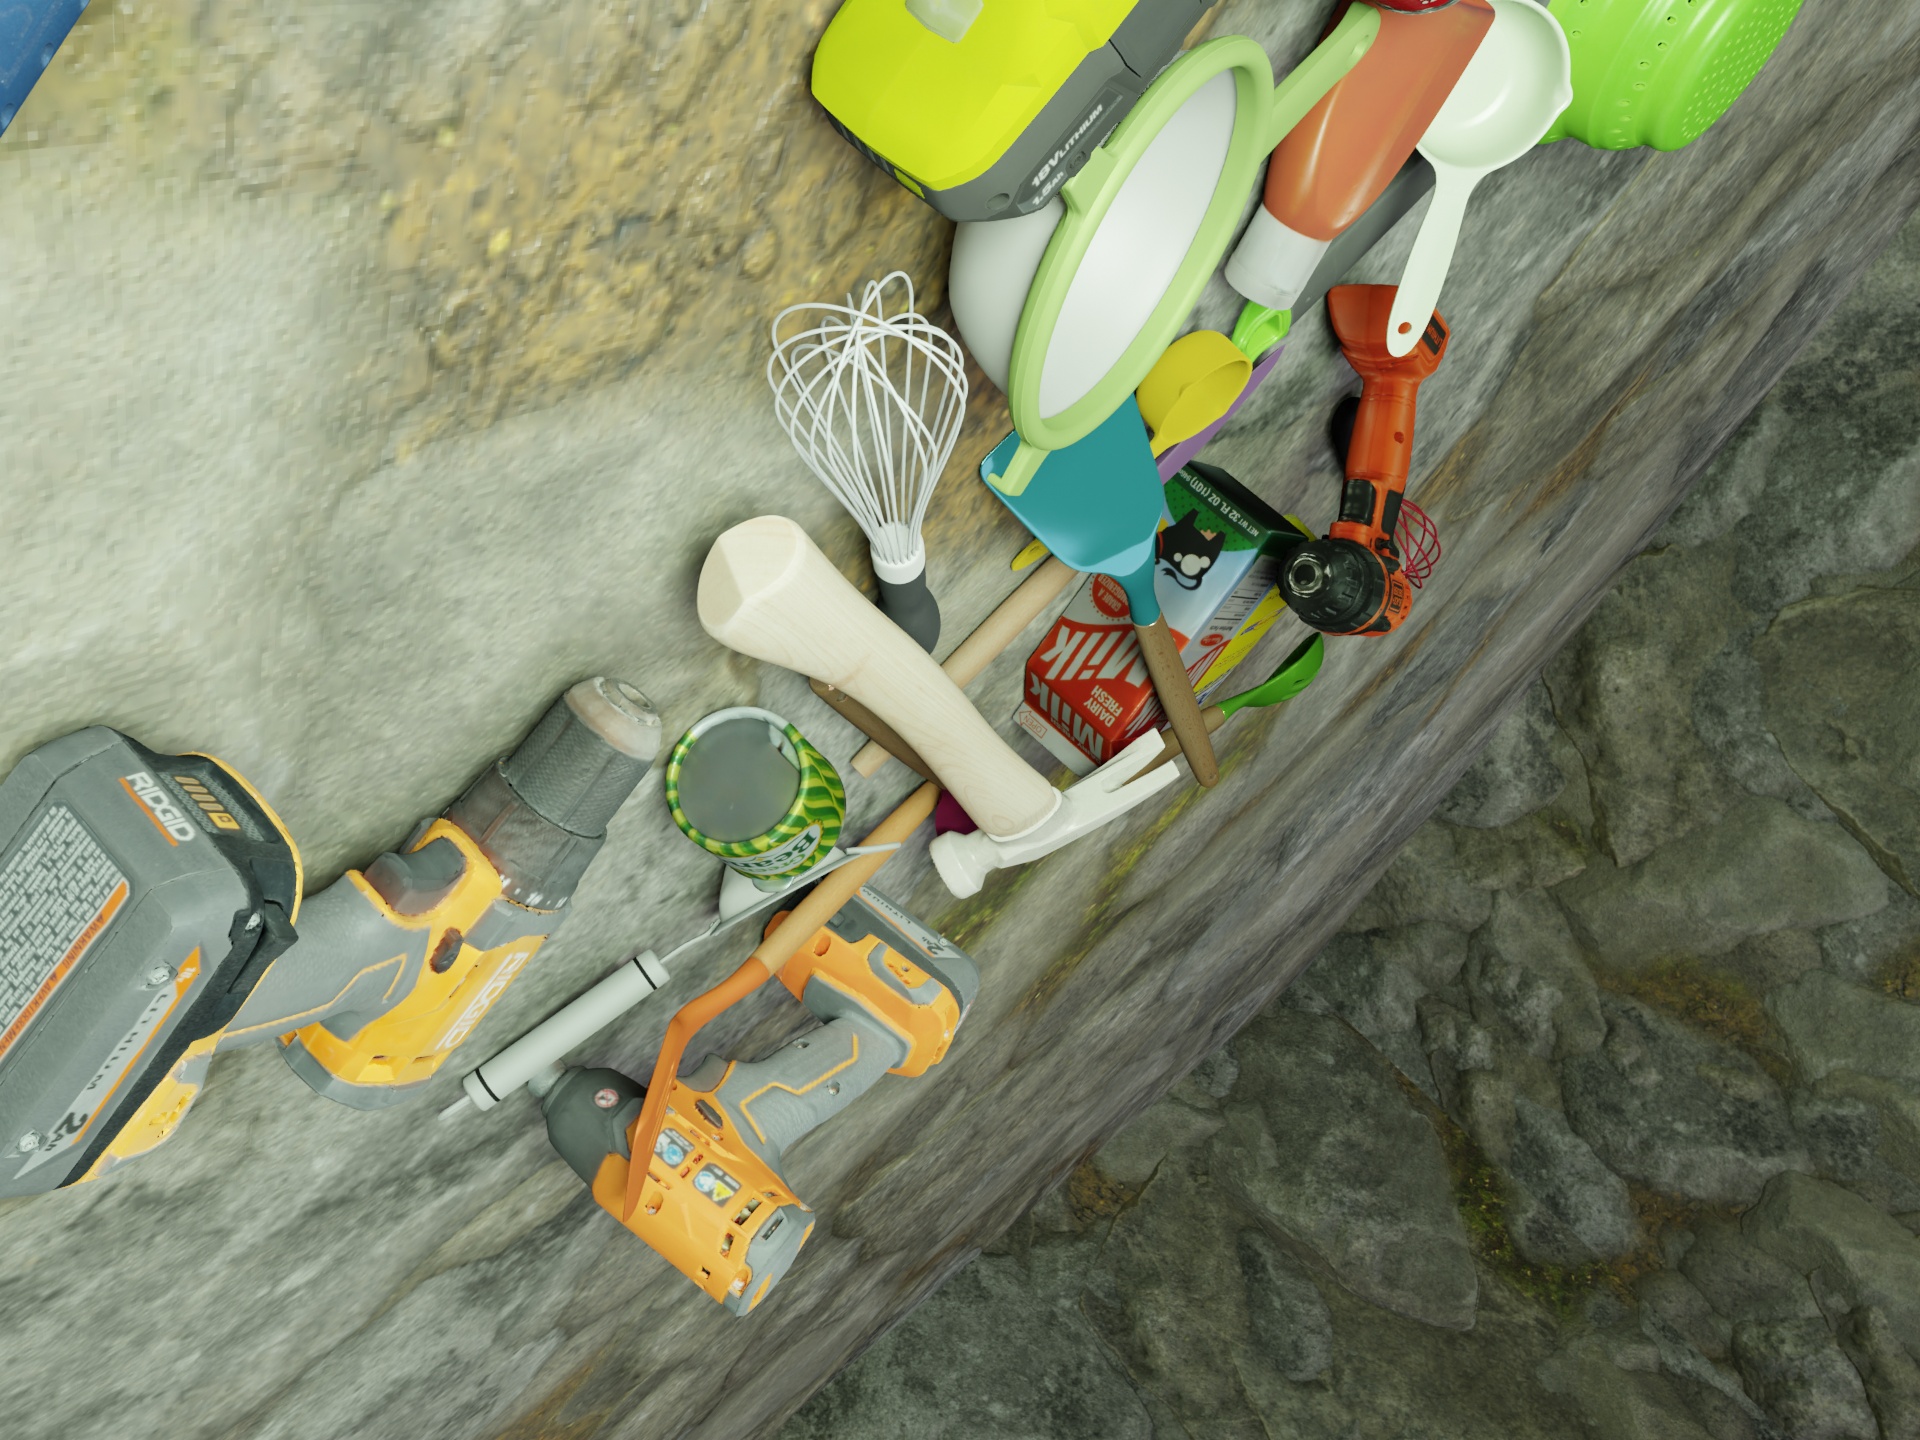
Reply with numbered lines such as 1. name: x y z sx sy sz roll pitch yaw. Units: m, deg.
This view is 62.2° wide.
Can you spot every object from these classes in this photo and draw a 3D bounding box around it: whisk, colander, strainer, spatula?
1. whisk: -0.026 -0.080 0.631 0.070 0.070 0.284 -42 164 -12
2. colander: 0.299 -0.301 0.798 0.397 0.095 0.204 -45 160 -3
3. strainer: 0.071 -0.209 0.580 0.256 0.069 0.151 -49 164 -30
4. spatula: -0.084 0.120 0.828 0.323 0.041 0.081 -44 159 -44
5. whisk: 0.297 -0.156 1.132 0.073 0.073 0.295 -47 153 2
6. strainer: -0.147 0.116 0.786 0.258 0.050 0.087 -35 180 -13
7. spatula: 0.096 -0.049 0.829 0.082 0.044 0.317 -39 145 -6
8. spatula: 0.058 -0.085 0.835 0.316 0.018 0.059 -45 175 -1

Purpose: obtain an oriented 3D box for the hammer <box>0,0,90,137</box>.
1. hammer: -0.256 -0.031 0.295 0.405 0.035 0.144 -50 160 10

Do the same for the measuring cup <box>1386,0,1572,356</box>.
1. measuring cup: 0.226 -0.256 0.748 0.083 0.038 0.167 4 126 -9

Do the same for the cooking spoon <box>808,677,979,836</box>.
1. cooking spoon: -0.015 0.024 0.847 0.069 0.017 0.318 -46 156 1

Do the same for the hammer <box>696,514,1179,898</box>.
1. hammer: -0.001 -0.002 0.730 0.146 0.038 0.410 -29 157 7

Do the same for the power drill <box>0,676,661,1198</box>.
1. power drill: -0.199 0.055 0.513 0.185 0.084 0.226 -50 164 8

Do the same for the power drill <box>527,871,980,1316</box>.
1. power drill: -0.109 0.181 0.852 0.226 0.164 0.084 -45 164 -42

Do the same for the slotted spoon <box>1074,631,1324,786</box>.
1. slotted spoon: 0.155 0.007 1.064 0.314 0.031 0.070 -27 166 -40

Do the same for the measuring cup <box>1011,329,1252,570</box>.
1. measuring cup: 0.076 -0.134 0.790 0.156 0.029 0.062 -41 163 20

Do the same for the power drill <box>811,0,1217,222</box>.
1. power drill: -0.024 -0.209 0.361 0.190 0.080 0.228 -50 157 9
